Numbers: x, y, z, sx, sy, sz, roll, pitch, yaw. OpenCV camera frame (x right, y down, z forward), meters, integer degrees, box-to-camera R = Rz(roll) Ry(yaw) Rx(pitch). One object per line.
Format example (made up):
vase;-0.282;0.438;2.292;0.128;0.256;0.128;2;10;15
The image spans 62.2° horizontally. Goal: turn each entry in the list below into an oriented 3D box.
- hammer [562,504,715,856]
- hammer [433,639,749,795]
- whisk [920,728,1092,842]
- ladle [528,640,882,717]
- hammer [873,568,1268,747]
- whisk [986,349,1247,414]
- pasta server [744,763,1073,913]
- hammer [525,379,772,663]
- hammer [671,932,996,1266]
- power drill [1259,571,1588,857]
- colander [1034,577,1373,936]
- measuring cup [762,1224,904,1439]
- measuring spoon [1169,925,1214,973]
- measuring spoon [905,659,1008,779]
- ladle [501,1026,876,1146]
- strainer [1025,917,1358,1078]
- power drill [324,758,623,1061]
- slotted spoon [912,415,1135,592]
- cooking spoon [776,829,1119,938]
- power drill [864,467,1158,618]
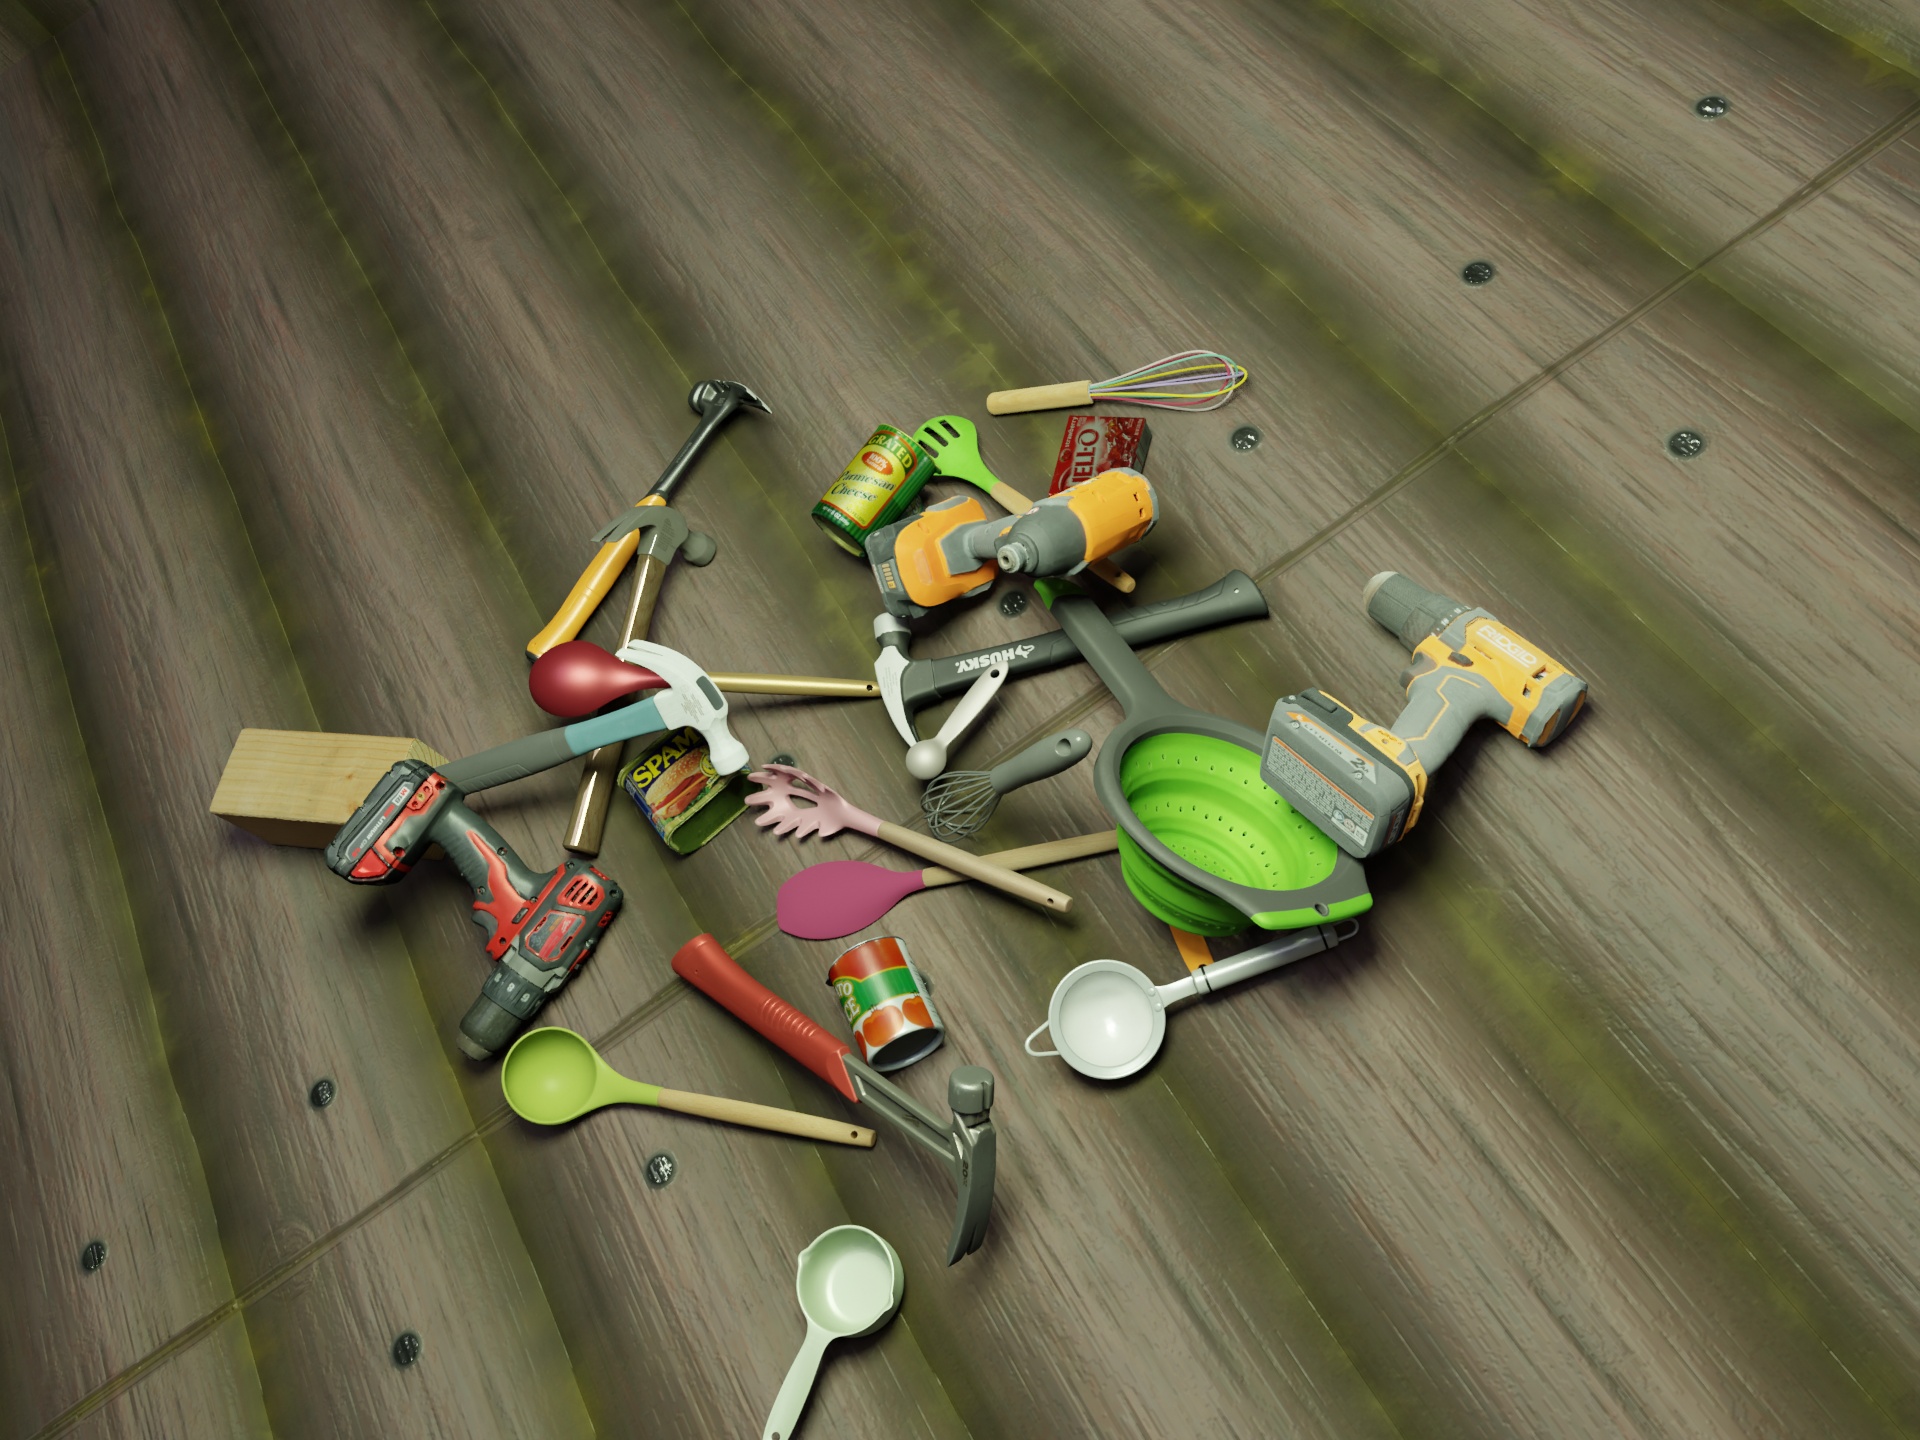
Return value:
hammer;-0.308;-0.041;1.448;0.031;0.130;0.331;2;73;32
hammer;-0.342;0.022;1.370;0.331;0.128;0.033;-17;17;26
whisk;0.033;0.048;1.225;0.239;0.055;0.055;-31;43;57
ladle;-0.222;-0.033;1.392;0.315;0.031;0.069;2;79;-2
hammer;0.091;-0.060;1.338;0.335;0.035;0.146;-14;65;12
whisk;0.138;-0.300;1.443;0.245;0.051;0.047;-2;69;23
pasta server;-0.047;0.099;1.293;0.316;0.040;0.060;19;109;32
hammer;-0.310;-0.189;1.542;0.127;0.034;0.337;21;75;53
hammer;-0.106;0.262;1.213;0.359;0.036;0.149;24;117;42
power drill;0.322;-0.018;1.176;0.226;0.084;0.185;-30;55;-25
colander;0.149;0.038;1.221;0.204;0.094;0.398;-5;43;-31
measuring cup;-0.097;0.450;1.150;0.083;0.038;0.168;18;74;27
measuring spoon;0.168;0.152;1.217;0.021;0.011;0.117;-26;59;6
measuring spoon;-0.002;-0.004;1.313;0.034;0.018;0.124;35;80;27
ladle;-0.220;0.302;1.261;0.320;0.062;0.078;5;74;20
strainer;0.171;0.196;1.173;0.258;0.050;0.087;-22;81;7
power drill;-0.428;0.161;1.359;0.226;0.080;0.188;35;79;1
slotted spoon;0.049;-0.195;1.409;0.070;0.031;0.314;-44;52;-4
cooking spoon;-0.005;0.123;1.293;0.319;0.017;0.069;-13;60;15
power drill;0.029;-0.142;1.296;0.226;0.084;0.164;-6;17;45
